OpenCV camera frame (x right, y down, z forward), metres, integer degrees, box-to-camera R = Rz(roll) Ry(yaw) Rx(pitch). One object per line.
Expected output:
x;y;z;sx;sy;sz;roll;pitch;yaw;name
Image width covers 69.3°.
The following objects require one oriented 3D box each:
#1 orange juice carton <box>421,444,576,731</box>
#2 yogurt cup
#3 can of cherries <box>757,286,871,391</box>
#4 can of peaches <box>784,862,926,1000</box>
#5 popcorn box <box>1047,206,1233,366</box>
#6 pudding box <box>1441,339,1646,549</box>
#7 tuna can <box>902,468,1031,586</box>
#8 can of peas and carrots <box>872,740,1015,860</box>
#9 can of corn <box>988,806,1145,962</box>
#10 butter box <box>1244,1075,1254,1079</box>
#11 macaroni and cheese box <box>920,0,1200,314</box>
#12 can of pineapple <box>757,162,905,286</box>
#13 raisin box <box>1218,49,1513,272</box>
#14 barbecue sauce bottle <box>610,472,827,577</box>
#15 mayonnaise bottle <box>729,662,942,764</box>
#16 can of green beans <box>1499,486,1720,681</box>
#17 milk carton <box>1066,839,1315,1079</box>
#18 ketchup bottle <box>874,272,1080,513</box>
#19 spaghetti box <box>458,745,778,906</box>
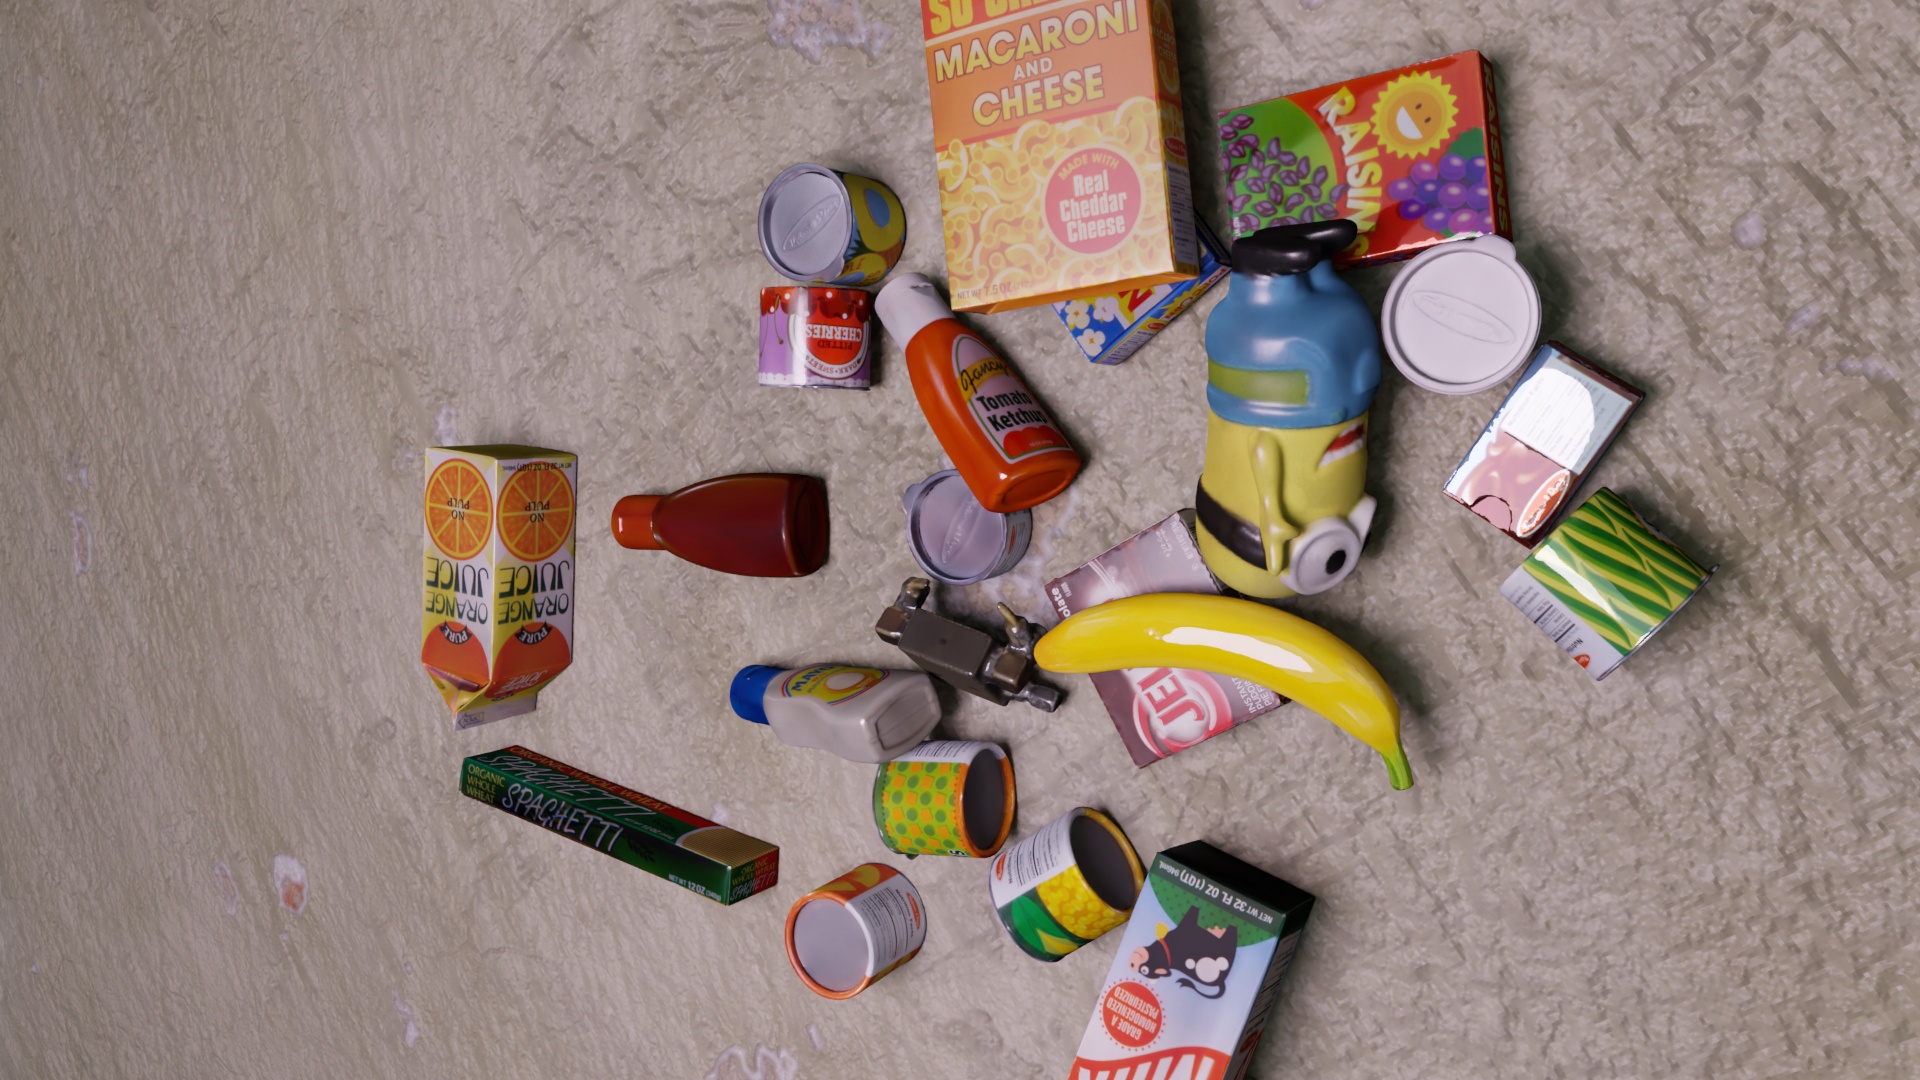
-0.319;0.032;0.960;0.073;0.072;0.192;8;99;30;orange juice carton
0.233;-0.101;0.635;0.072;0.054;0.072;3;97;30;yogurt cup
-0.083;-0.117;0.810;0.071;0.071;0.058;6;97;30;can of cherries
-0.066;0.236;0.840;0.071;0.058;0.071;3;97;29;can of peaches
0.073;-0.167;0.731;0.085;0.038;0.127;-39;75;28;popcorn box
0.266;-0.044;0.635;0.050;0.030;0.083;37;112;21;pudding box
0.003;-0.010;0.790;0.071;0.033;0.071;3;96;30;tuna can
-0.008;0.149;0.793;0.058;0.071;0.071;-5;93;30;can of peas and carrots
0.061;0.189;0.759;0.058;0.071;0.071;-38;76;27;can of corn
0.118;0.305;0.759;0.103;0.024;0.053;19;103;27;butter box
0.048;-0.205;0.695;0.123;0.040;0.166;-5;92;29;macaroni and cheese box
-0.073;-0.179;0.804;0.071;0.058;0.071;4;97;30;can of pineapple
0.191;-0.174;0.662;0.123;0.040;0.086;-5;92;32;raisin box
-0.155;-0.010;0.877;0.148;0.044;0.064;1;96;31;barbecue sauce bottle
-0.081;0.098;0.826;0.148;0.065;0.041;2;115;46;mayonnaise bottle
0.282;0.018;0.611;0.058;0.071;0.071;46;115;19;can of green beans
0.107;0.257;0.710;0.072;0.073;0.190;22;92;26;milk carton
0.003;-0.084;0.769;0.149;0.065;0.043;57;136;23;ketchup bottle
-0.236;0.189;0.940;0.250;0.050;0.028;13;100;29;spaghetti box
